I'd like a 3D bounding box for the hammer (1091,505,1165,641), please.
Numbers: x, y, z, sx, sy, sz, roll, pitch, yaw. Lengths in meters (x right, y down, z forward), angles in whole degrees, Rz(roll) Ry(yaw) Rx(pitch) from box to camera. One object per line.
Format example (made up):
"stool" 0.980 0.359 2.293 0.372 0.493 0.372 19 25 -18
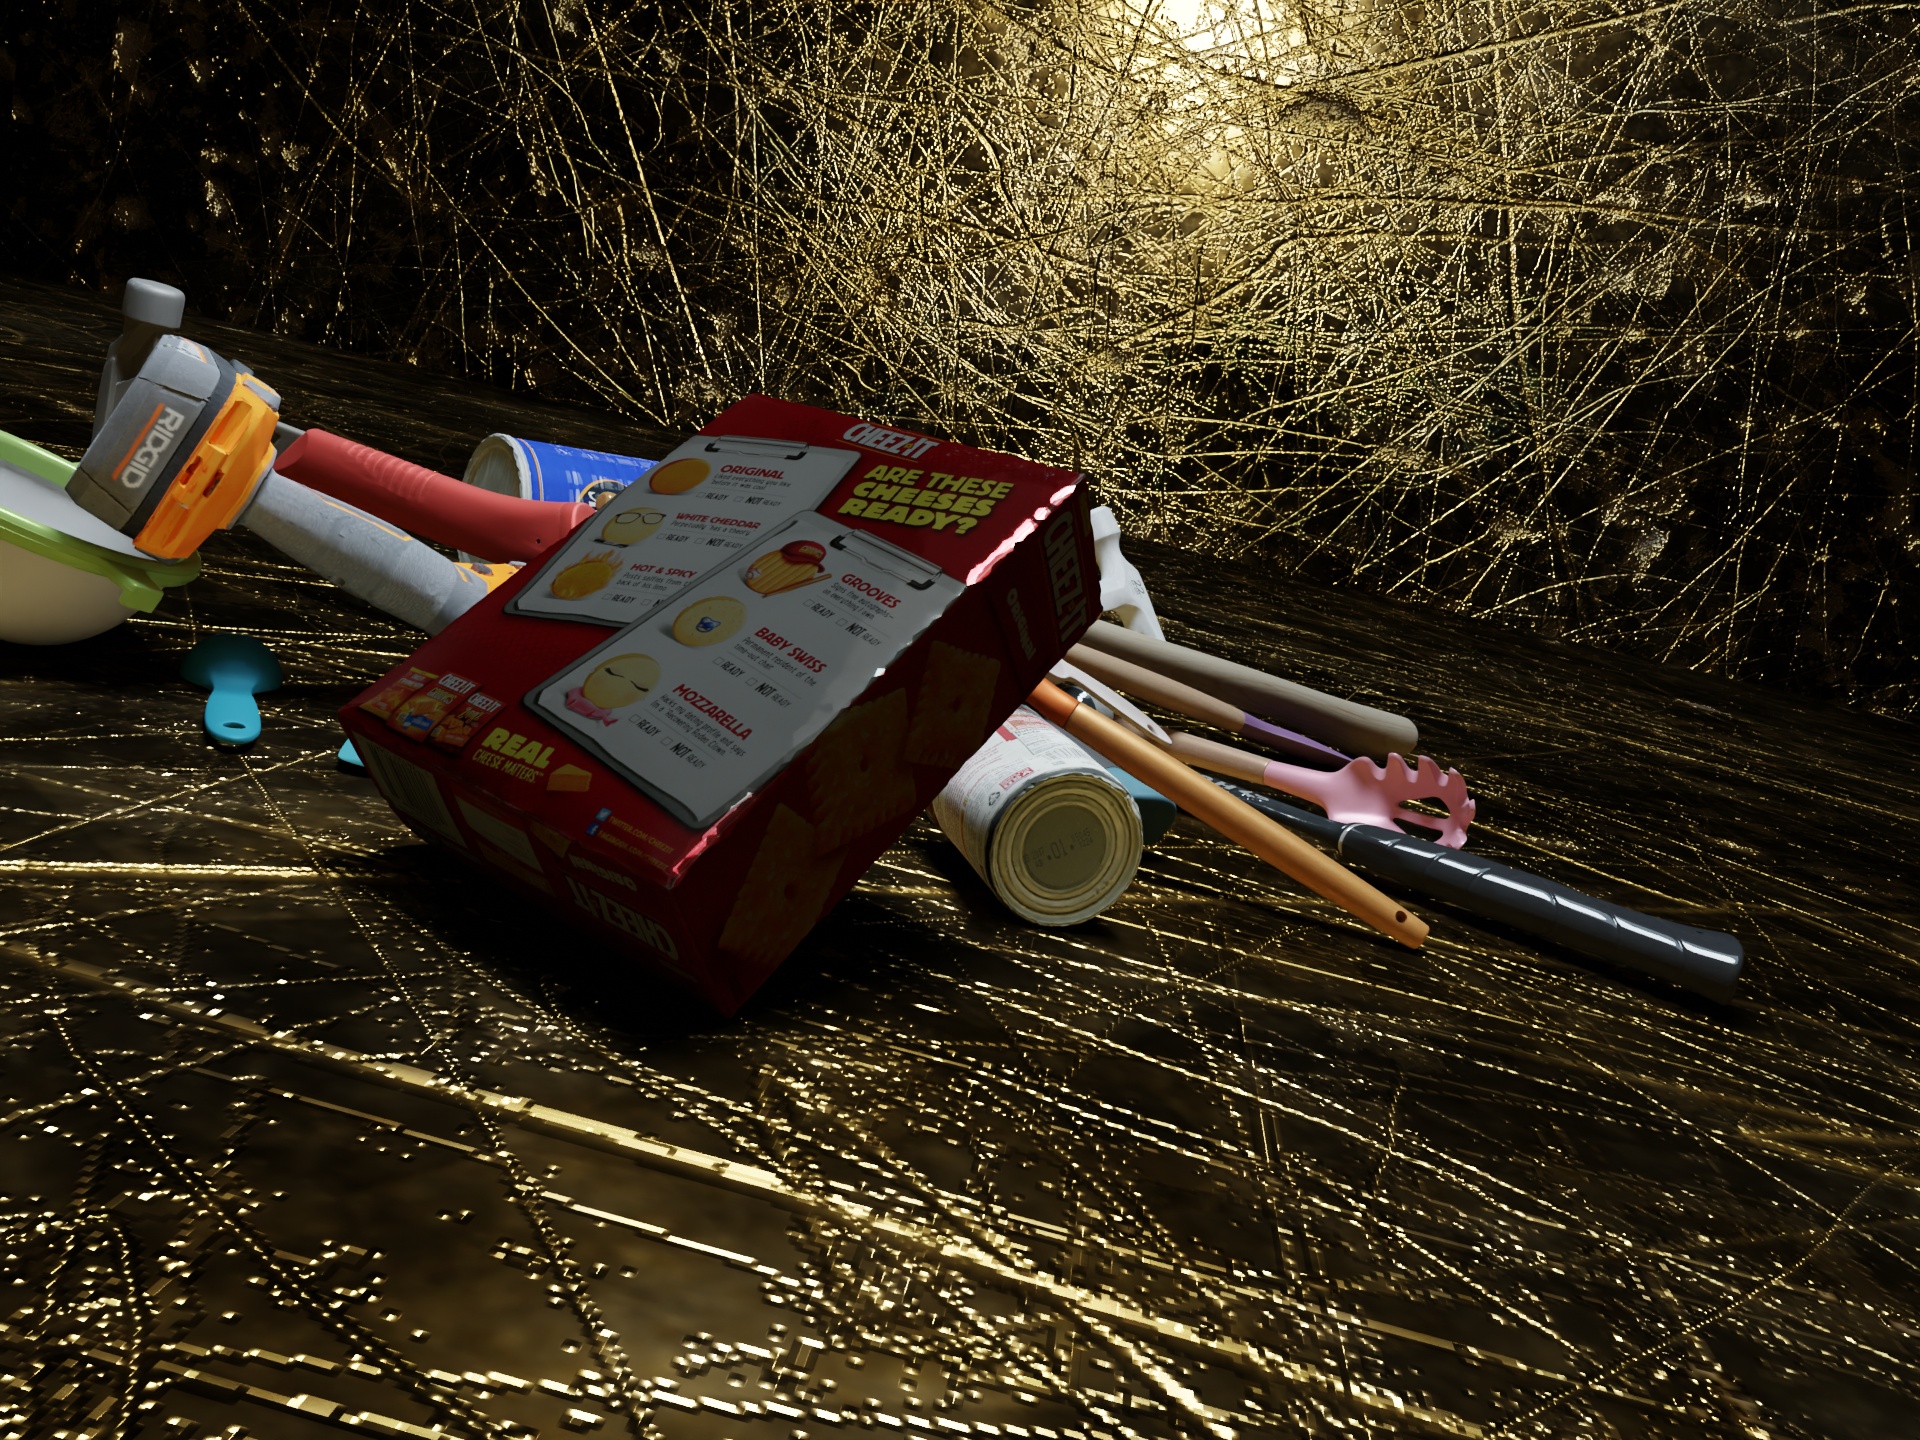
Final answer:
"hammer" 0.024 -0.060 1.074 0.035 0.144 0.405 -28 -6 36

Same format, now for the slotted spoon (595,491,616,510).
"slotted spoon" -0.107 -0.082 0.996 0.070 0.031 0.313 -7 -18 36

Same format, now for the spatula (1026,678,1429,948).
"spatula" 0.071 0.014 0.737 0.322 0.081 0.041 33 -26 7

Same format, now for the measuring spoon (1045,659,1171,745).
"measuring spoon" 0.066 -0.010 0.819 0.124 0.018 0.034 31 23 -37

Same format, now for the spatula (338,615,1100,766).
"spatula" -0.094 -0.016 0.675 0.317 0.044 0.082 -16 13 -5

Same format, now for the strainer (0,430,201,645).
"strainer" -0.428 -0.086 0.734 0.151 0.069 0.256 29 3 -18

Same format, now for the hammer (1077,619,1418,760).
"hammer" 0.162 -0.030 1.019 0.410 0.038 0.146 14 -19 -36

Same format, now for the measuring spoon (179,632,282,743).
"measuring spoon" -0.303 -0.016 0.665 0.042 0.021 0.129 7 12 -27

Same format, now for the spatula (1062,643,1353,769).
"spatula" 0.156 -0.006 0.986 0.315 0.018 0.060 19 -2 -38

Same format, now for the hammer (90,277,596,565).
"hammer" -0.350 -0.131 0.895 0.359 0.149 0.036 21 15 19

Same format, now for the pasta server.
"pasta server" 0.156 0.022 0.945 0.316 0.060 0.040 18 -4 36

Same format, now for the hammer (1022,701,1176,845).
"hammer" -0.023 -0.035 0.835 0.331 0.033 0.128 37 26 31

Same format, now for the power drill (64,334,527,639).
"power drill" -0.279 -0.082 0.736 0.226 0.084 0.164 33 0 -29

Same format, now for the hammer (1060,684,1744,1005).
"hammer" 0.188 0.056 0.823 0.409 0.036 0.149 20 16 32
